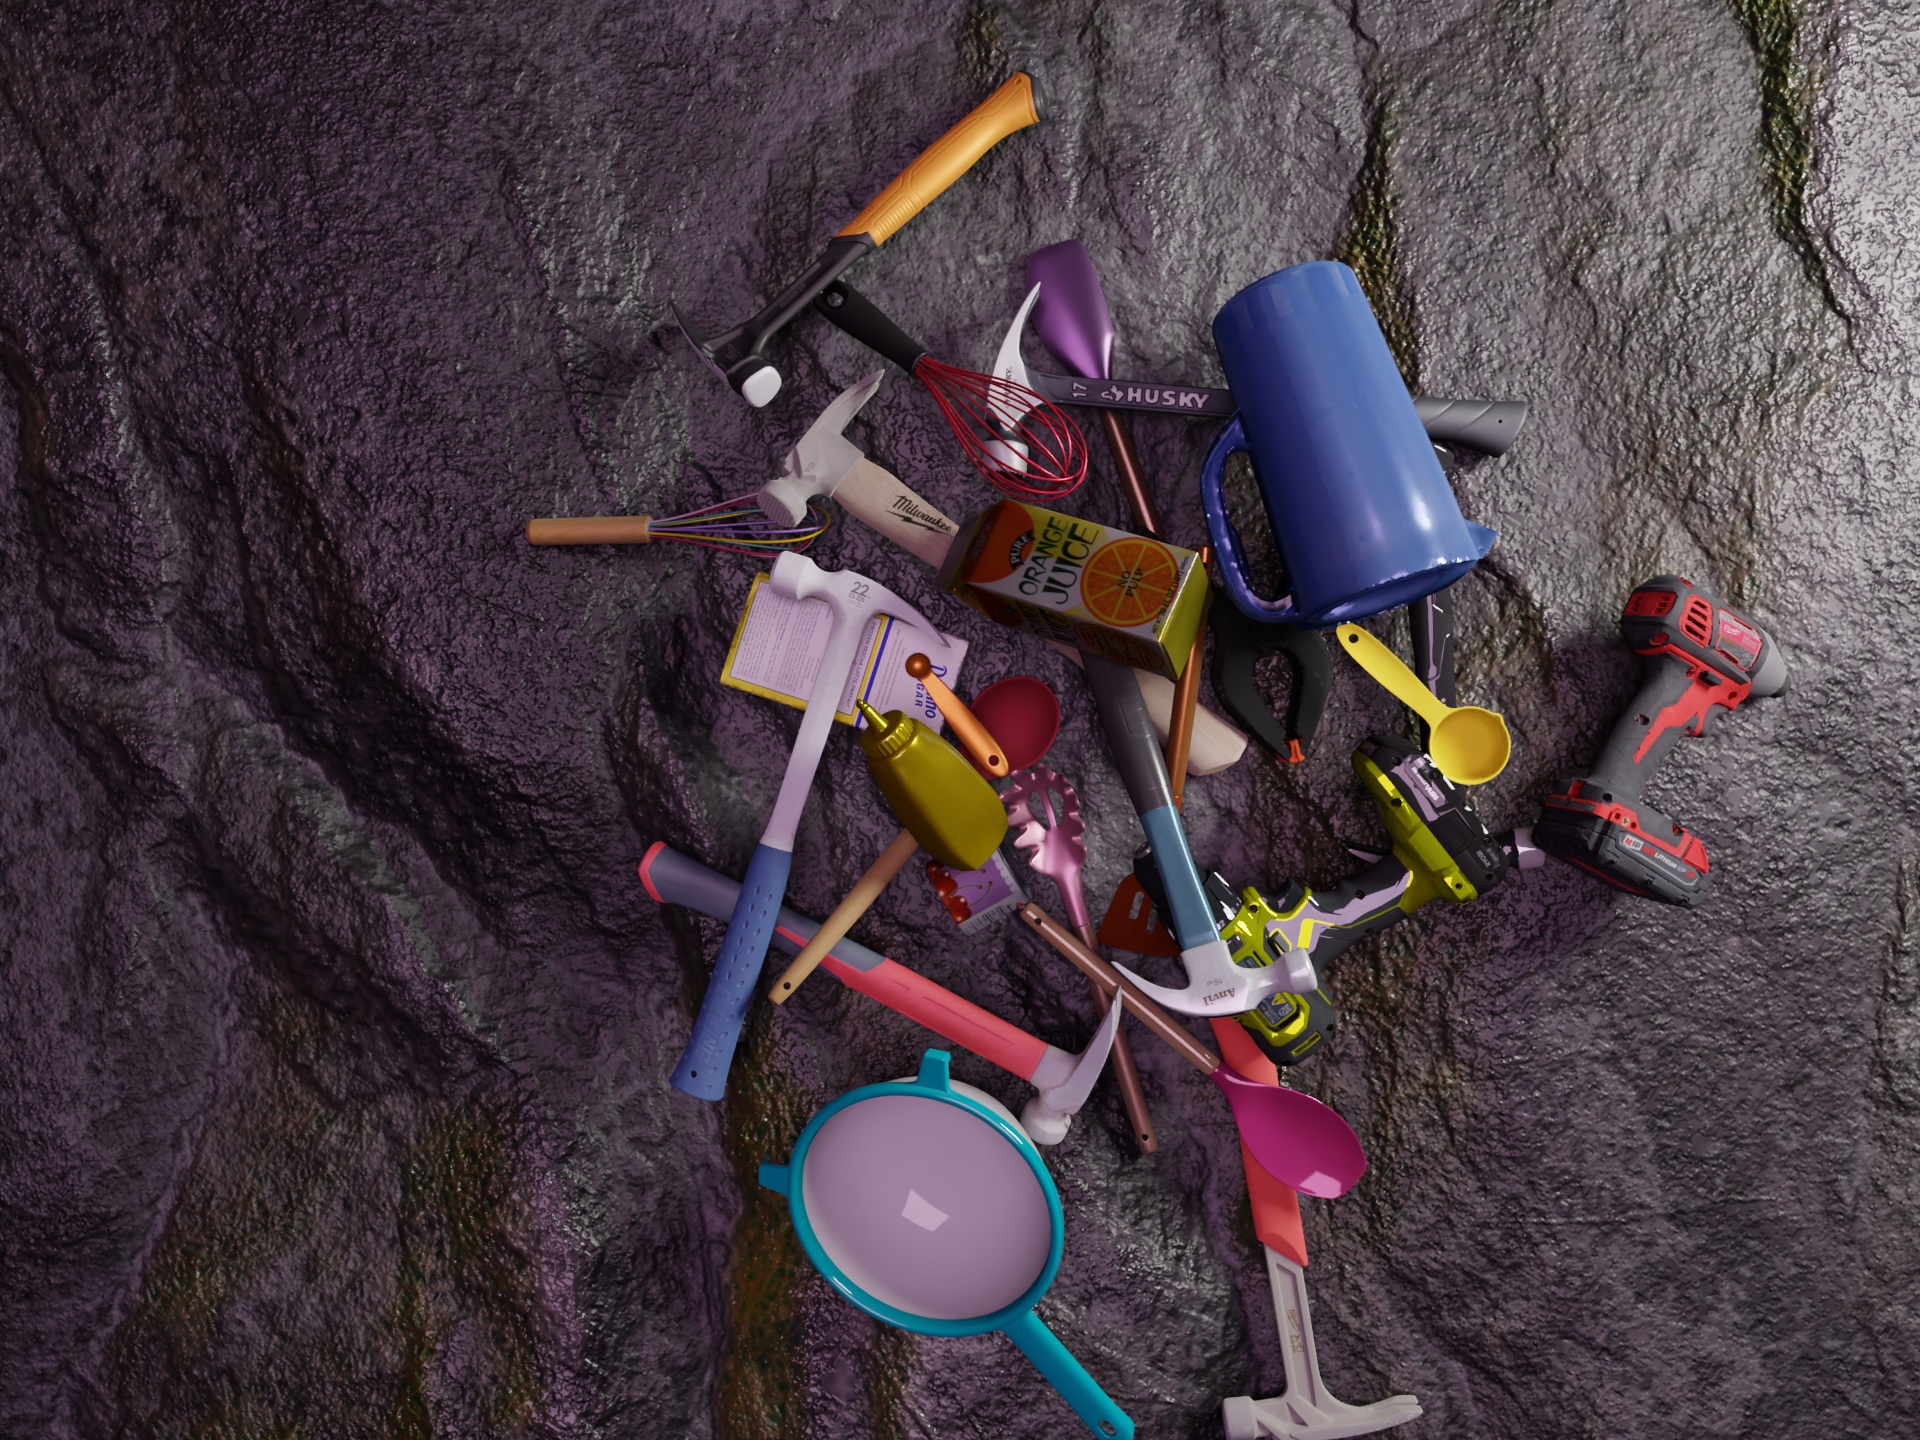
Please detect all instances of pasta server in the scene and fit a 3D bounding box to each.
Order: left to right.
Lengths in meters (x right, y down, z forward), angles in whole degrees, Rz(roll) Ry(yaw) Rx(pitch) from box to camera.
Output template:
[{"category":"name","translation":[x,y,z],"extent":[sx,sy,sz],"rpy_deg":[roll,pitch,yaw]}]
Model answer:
[{"category":"pasta server","translation":[0.099,0.184,1.217],"extent":[0.060,0.040,0.316],"rpy_deg":[-16,93,14]}]

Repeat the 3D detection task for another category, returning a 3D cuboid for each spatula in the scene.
[{"category":"spatula","translation":[0.120,-0.220,1.233],"extent":[0.060,0.018,0.316],"rpy_deg":[-20,88,-1]},{"category":"spatula","translation":[0.160,0.029,1.188],"extent":[0.081,0.041,0.322],"rpy_deg":[8,102,5]}]

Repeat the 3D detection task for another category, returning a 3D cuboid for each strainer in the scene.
[{"category":"strainer","translation":[0.024,0.396,1.201],"extent":[0.211,0.095,0.340],"rpy_deg":[-38,95,23]}]

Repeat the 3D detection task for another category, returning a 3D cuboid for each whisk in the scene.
[{"category":"whisk","translation":[-0.221,-0.152,1.250],"extent":[0.245,0.051,0.047],"rpy_deg":[0,69,8]},{"category":"whisk","translation":[-0.016,-0.253,1.182],"extent":[0.296,0.073,0.073],"rpy_deg":[42,93,27]}]

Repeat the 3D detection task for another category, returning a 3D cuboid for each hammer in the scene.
[{"category":"hammer","translation":[-0.129,0.086,1.186],"extent":[0.144,0.035,0.405],"rpy_deg":[18,90,8]},{"category":"hammer","translation":[-0.070,-0.385,1.224],"extent":[0.337,0.034,0.127],"rpy_deg":[-42,57,-3]},{"category":"hammer","translation":[-0.068,0.180,1.217],"extent":[0.386,0.038,0.143],"rpy_deg":[27,118,6]},{"category":"hammer","translation":[0.051,-0.101,1.218],"extent":[0.410,0.038,0.146],"rpy_deg":[36,68,-2]},{"category":"hammer","translation":[0.138,0.052,1.134],"extent":[0.128,0.033,0.331],"rpy_deg":[-20,70,10]},{"category":"hammer","translation":[0.224,-0.243,1.208],"extent":[0.409,0.036,0.149],"rpy_deg":[4,86,0]},{"category":"hammer","translation":[0.249,0.367,1.215],"extent":[0.149,0.036,0.359],"rpy_deg":[-9,90,4]},{"category":"hammer","translation":[0.349,-0.045,1.192],"extent":[0.146,0.035,0.335],"rpy_deg":[-6,96,4]}]

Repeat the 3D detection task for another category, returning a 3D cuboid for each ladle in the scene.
[{"category":"ladle","translation":[-0.037,0.090,1.202],"extent":[0.069,0.031,0.315],"rpy_deg":[42,76,-3]}]

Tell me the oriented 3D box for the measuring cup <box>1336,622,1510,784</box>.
[{"category":"measuring cup","translation":[0.336,-0.016,1.171],"extent":[0.156,0.029,0.062],"rpy_deg":[45,96,9]}]

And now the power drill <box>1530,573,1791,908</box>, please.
[{"category":"power drill","translation":[0.524,0.018,1.169],"extent":[0.143,0.078,0.220],"rpy_deg":[26,86,-19]}]

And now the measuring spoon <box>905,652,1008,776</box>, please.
[{"category":"measuring spoon","translation":[-0.002,-0.004,1.202],"extent":[0.021,0.011,0.117],"rpy_deg":[-38,88,-1]}]

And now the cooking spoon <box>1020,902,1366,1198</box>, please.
[{"category":"cooking spoon","translation":[0.170,0.243,1.192],"extent":[0.319,0.017,0.068],"rpy_deg":[40,102,2]}]

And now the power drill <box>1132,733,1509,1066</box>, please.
[{"category":"power drill","translation":[0.257,0.114,1.154],"extent":[0.228,0.080,0.190],"rpy_deg":[-39,95,6]}]
